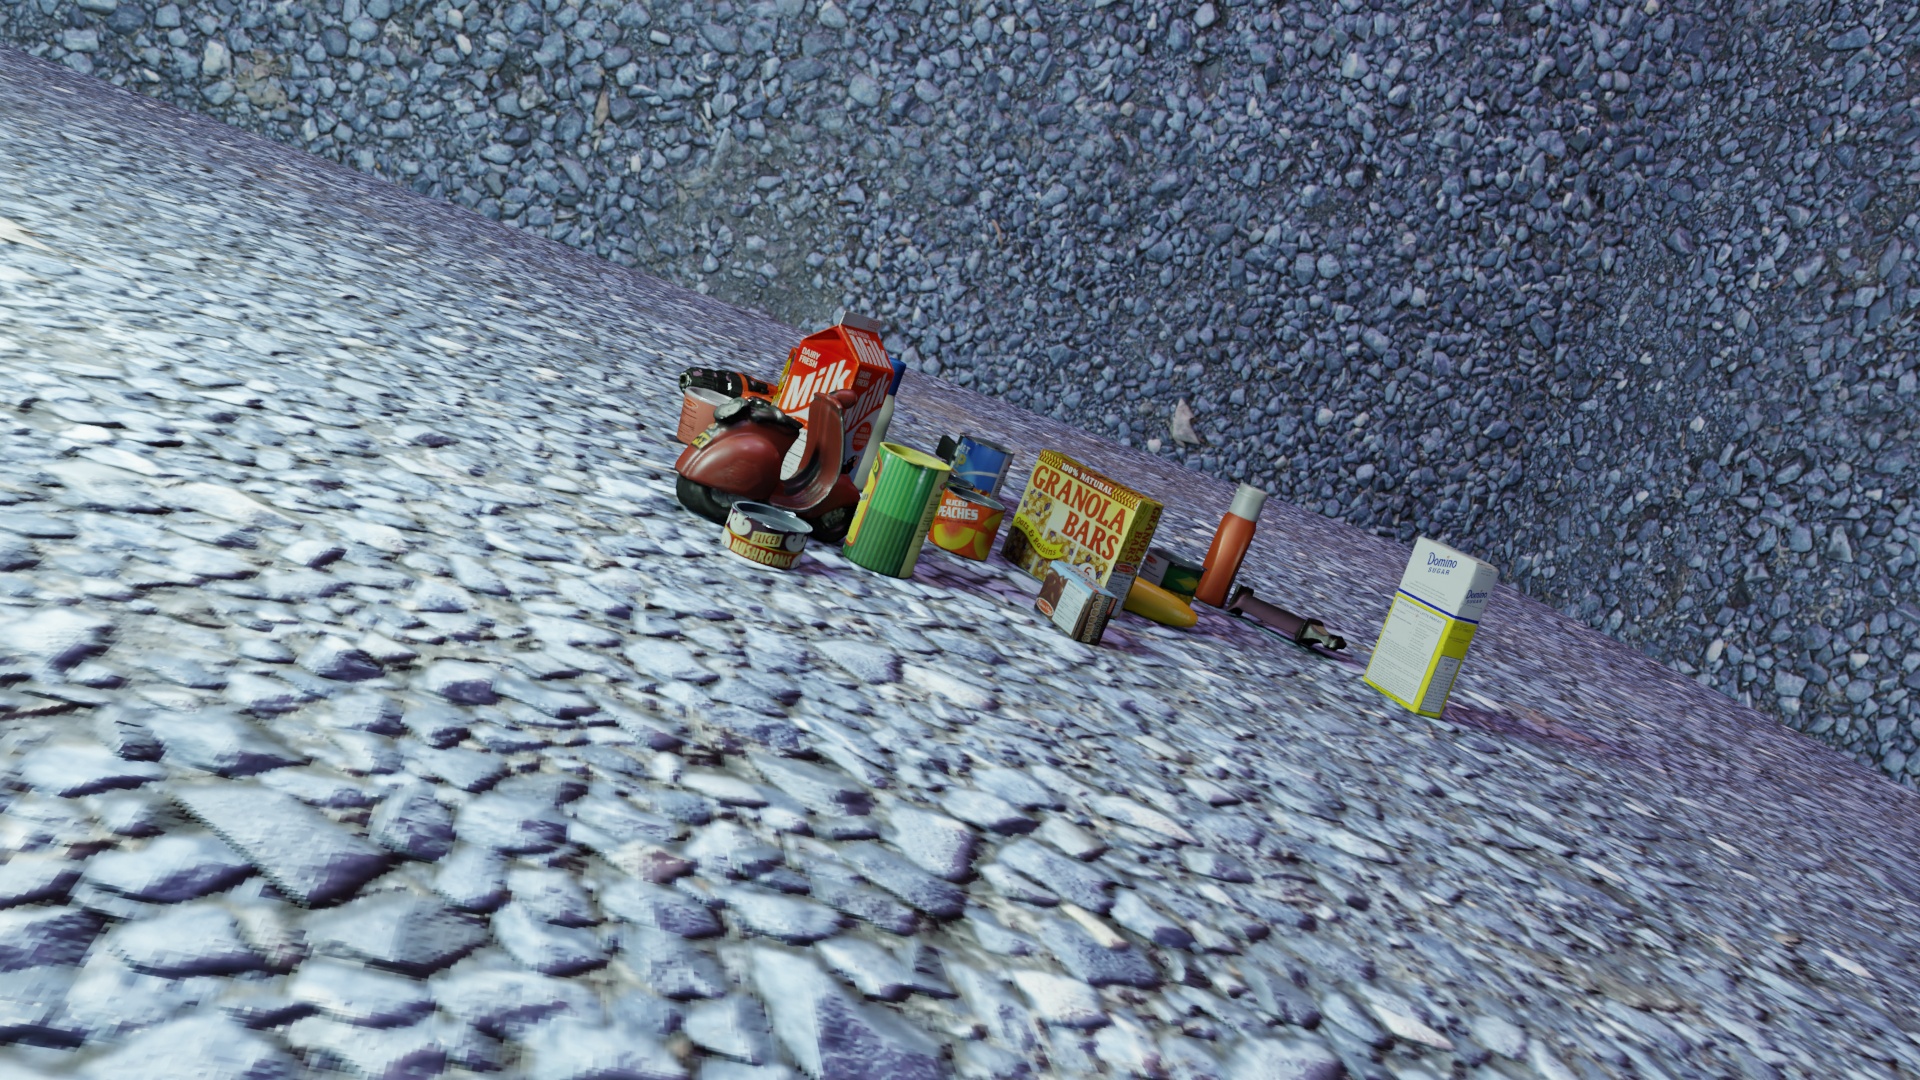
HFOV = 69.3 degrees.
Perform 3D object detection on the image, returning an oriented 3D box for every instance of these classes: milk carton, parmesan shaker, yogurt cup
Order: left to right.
[{"bbox_3d":[-0.260,-0.123,1.439,0.072,0.054,0.072,20,10,-4],"label":"yogurt cup"},{"bbox_3d":[-0.127,-0.130,1.359,0.073,0.190,0.072,26,11,24],"label":"milk carton"},{"bbox_3d":[-0.057,-0.026,1.205,0.071,0.103,0.071,21,10,-4],"label":"parmesan shaker"}]

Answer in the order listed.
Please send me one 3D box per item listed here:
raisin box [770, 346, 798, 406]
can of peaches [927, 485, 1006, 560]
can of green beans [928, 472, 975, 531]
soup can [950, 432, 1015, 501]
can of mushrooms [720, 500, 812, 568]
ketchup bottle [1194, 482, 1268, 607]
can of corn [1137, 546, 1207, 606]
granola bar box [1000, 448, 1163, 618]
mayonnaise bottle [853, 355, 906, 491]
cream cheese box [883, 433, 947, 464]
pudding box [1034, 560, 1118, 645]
[{"bbox_3d":[-0.180,-0.140,1.488,0.040,0.123,0.086,19,10,-15],"label":"raisin box"},{"bbox_3d":[0.005,-0.018,1.411,0.071,0.058,0.071,20,10,-4],"label":"can of peaches"},{"bbox_3d":[-0.025,-0.043,1.480,0.071,0.057,0.071,20,10,-4],"label":"can of green beans"},{"bbox_3d":[0.018,-0.080,1.686,0.071,0.083,0.071,20,10,-4],"label":"soup can"},{"bbox_3d":[-0.154,-0.004,1.098,0.071,0.033,0.071,20,10,-4],"label":"can of mushrooms"},{"bbox_3d":[0.326,0.005,1.676,0.043,0.148,0.065,22,10,3],"label":"ketchup bottle"},{"bbox_3d":[0.228,0.047,1.520,0.071,0.058,0.071,20,10,-4],"label":"can of corn"},{"bbox_3d":[0.121,-0.009,1.414,0.039,0.124,0.166,14,13,-38],"label":"granola bar box"},{"bbox_3d":[-0.101,-0.132,1.537,0.041,0.147,0.065,16,11,-26],"label":"mayonnaise bottle"},{"bbox_3d":[-0.070,-0.089,1.641,0.104,0.053,0.024,26,11,24],"label":"cream cheese box"},{"bbox_3d":[0.103,0.055,1.255,0.030,0.049,0.084,16,11,-28],"label":"pudding box"}]
